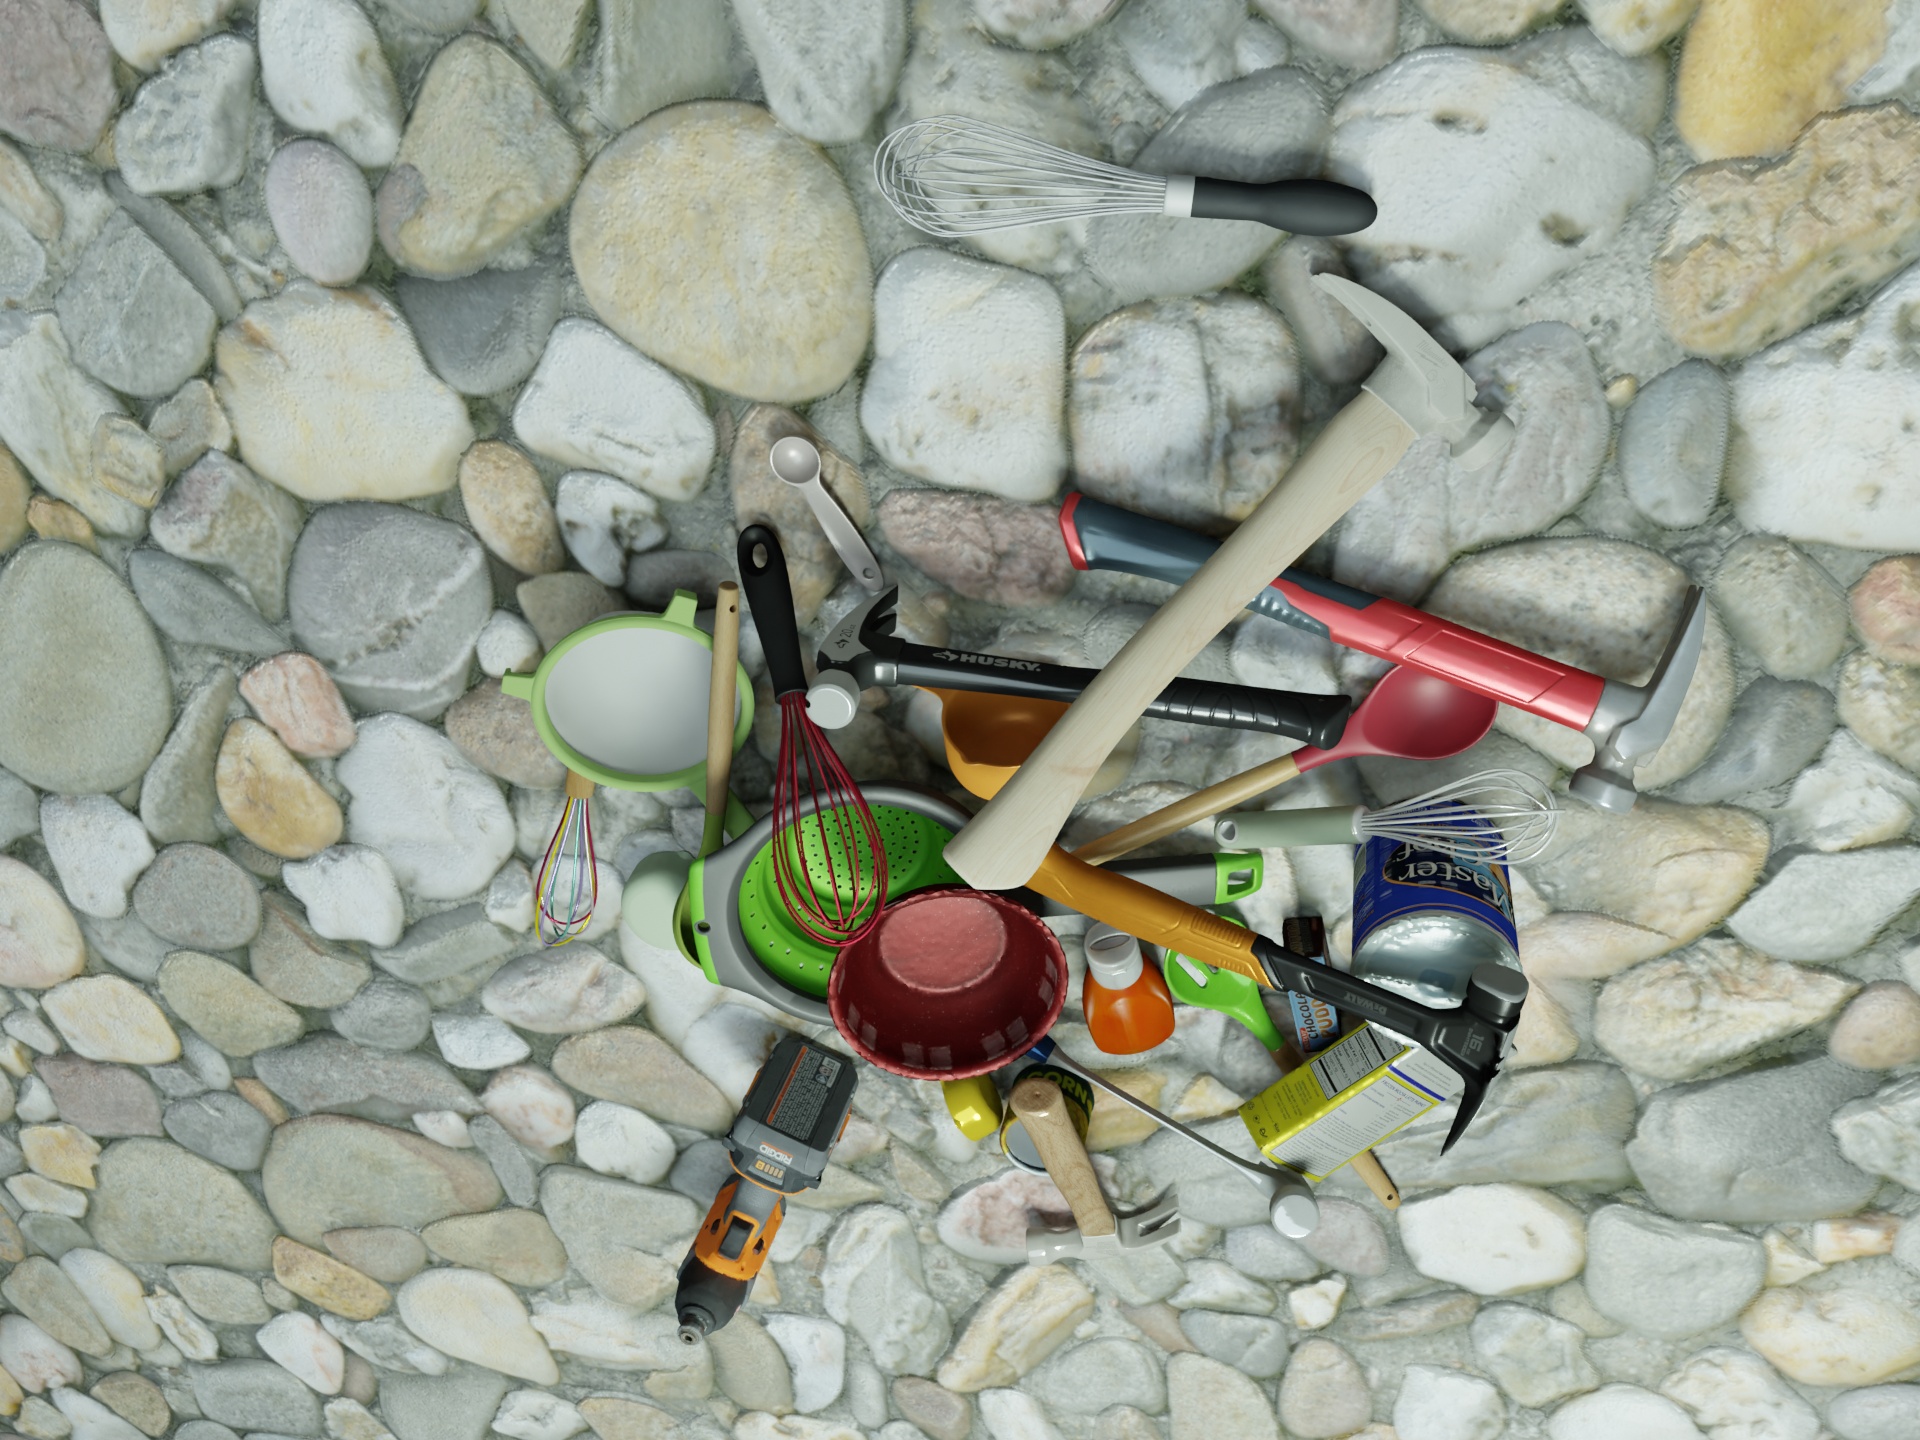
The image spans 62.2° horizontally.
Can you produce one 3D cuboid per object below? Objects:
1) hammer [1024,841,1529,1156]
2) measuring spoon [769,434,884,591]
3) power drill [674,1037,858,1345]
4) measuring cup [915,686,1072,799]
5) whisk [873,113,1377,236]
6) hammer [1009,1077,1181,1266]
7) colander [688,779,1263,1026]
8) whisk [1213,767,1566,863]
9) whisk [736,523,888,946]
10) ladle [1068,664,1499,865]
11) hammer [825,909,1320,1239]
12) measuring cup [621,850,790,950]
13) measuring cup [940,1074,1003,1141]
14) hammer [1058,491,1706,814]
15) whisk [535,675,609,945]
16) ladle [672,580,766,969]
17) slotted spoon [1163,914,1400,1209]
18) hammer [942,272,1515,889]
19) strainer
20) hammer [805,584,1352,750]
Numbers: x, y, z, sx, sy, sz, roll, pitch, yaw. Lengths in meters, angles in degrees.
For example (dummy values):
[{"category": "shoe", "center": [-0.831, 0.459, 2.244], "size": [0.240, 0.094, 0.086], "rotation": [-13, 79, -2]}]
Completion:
[{"category": "hammer", "center": [0.170, 0.148, 0.991], "size": [0.337, 0.034, 0.127], "rotation": [22, 123, 23]}, {"category": "measuring spoon", "center": [-0.084, -0.138, 1.055], "size": [0.034, 0.018, 0.124], "rotation": [-20, 118, 24]}, {"category": "power drill", "center": [-0.166, 0.386, 1.277], "size": [0.084, 0.164, 0.226], "rotation": [25, 119, 1]}, {"category": "measuring cup", "center": [-0.002, -0.003, 1.079], "size": [0.174, 0.095, 0.052], "rotation": [25, 146, 26]}, {"category": "whisk", "center": [0.091, -0.299, 0.895], "size": [0.284, 0.070, 0.070], "rotation": [7, 120, 6]}, {"category": "hammer", "center": [0.087, 0.339, 1.178], "size": [0.130, 0.031, 0.331], "rotation": [-9, 144, 9]}, {"category": "colander", "center": [0.011, 0.104, 1.130], "size": [0.397, 0.095, 0.204], "rotation": [-4, 119, -3]}, {"category": "whisk", "center": [0.264, 0.065, 1.014], "size": [0.246, 0.059, 0.058], "rotation": [-8, 84, 45]}, {"category": "whisk", "center": [-0.105, 0.003, 1.021], "size": [0.073, 0.073, 0.296], "rotation": [-25, 67, 25]}, {"category": "ladle", "center": [0.195, 0.040, 1.036], "size": [0.315, 0.031, 0.069], "rotation": [-25, 95, 13]}, {"category": "hammer", "center": [0.077, 0.253, 1.183], "size": [0.405, 0.144, 0.035], "rotation": [29, 91, 8]}, {"category": "measuring cup", "center": [-0.184, 0.159, 1.227], "size": [0.167, 0.038, 0.083], "rotation": [21, 121, 5]}, {"category": "measuring cup", "center": [-0.012, 0.254, 1.235], "size": [0.029, 0.062, 0.156], "rotation": [-27, 98, 13]}, {"category": "hammer", "center": [0.248, -0.077, 0.975], "size": [0.386, 0.038, 0.143], "rotation": [21, 100, 8]}, {"category": "whisk", "center": [-0.291, 0.071, 1.212], "size": [0.047, 0.051, 0.244], "rotation": [5, 119, -19]}, {"category": "ladle", "center": [-0.161, 0.047, 1.100], "size": [0.062, 0.078, 0.320], "rotation": [39, 135, 34]}, {"category": "slotted spoon", "center": [0.243, 0.256, 1.171], "size": [0.070, 0.031, 0.313], "rotation": [-38, 110, -2]}, {"category": "hammer", "center": [0.130, -0.067, 0.931], "size": [0.146, 0.038, 0.410], "rotation": [41, 96, -8]}, {"category": "strainer", "center": [-0.198, 0.009, 1.144], "size": [0.151, 0.069, 0.256], "rotation": [-24, 128, 11]}, {"category": "hammer", "center": [0.079, -0.024, 1.008], "size": [0.335, 0.146, 0.035], "rotation": [7, 120, 5]}]
